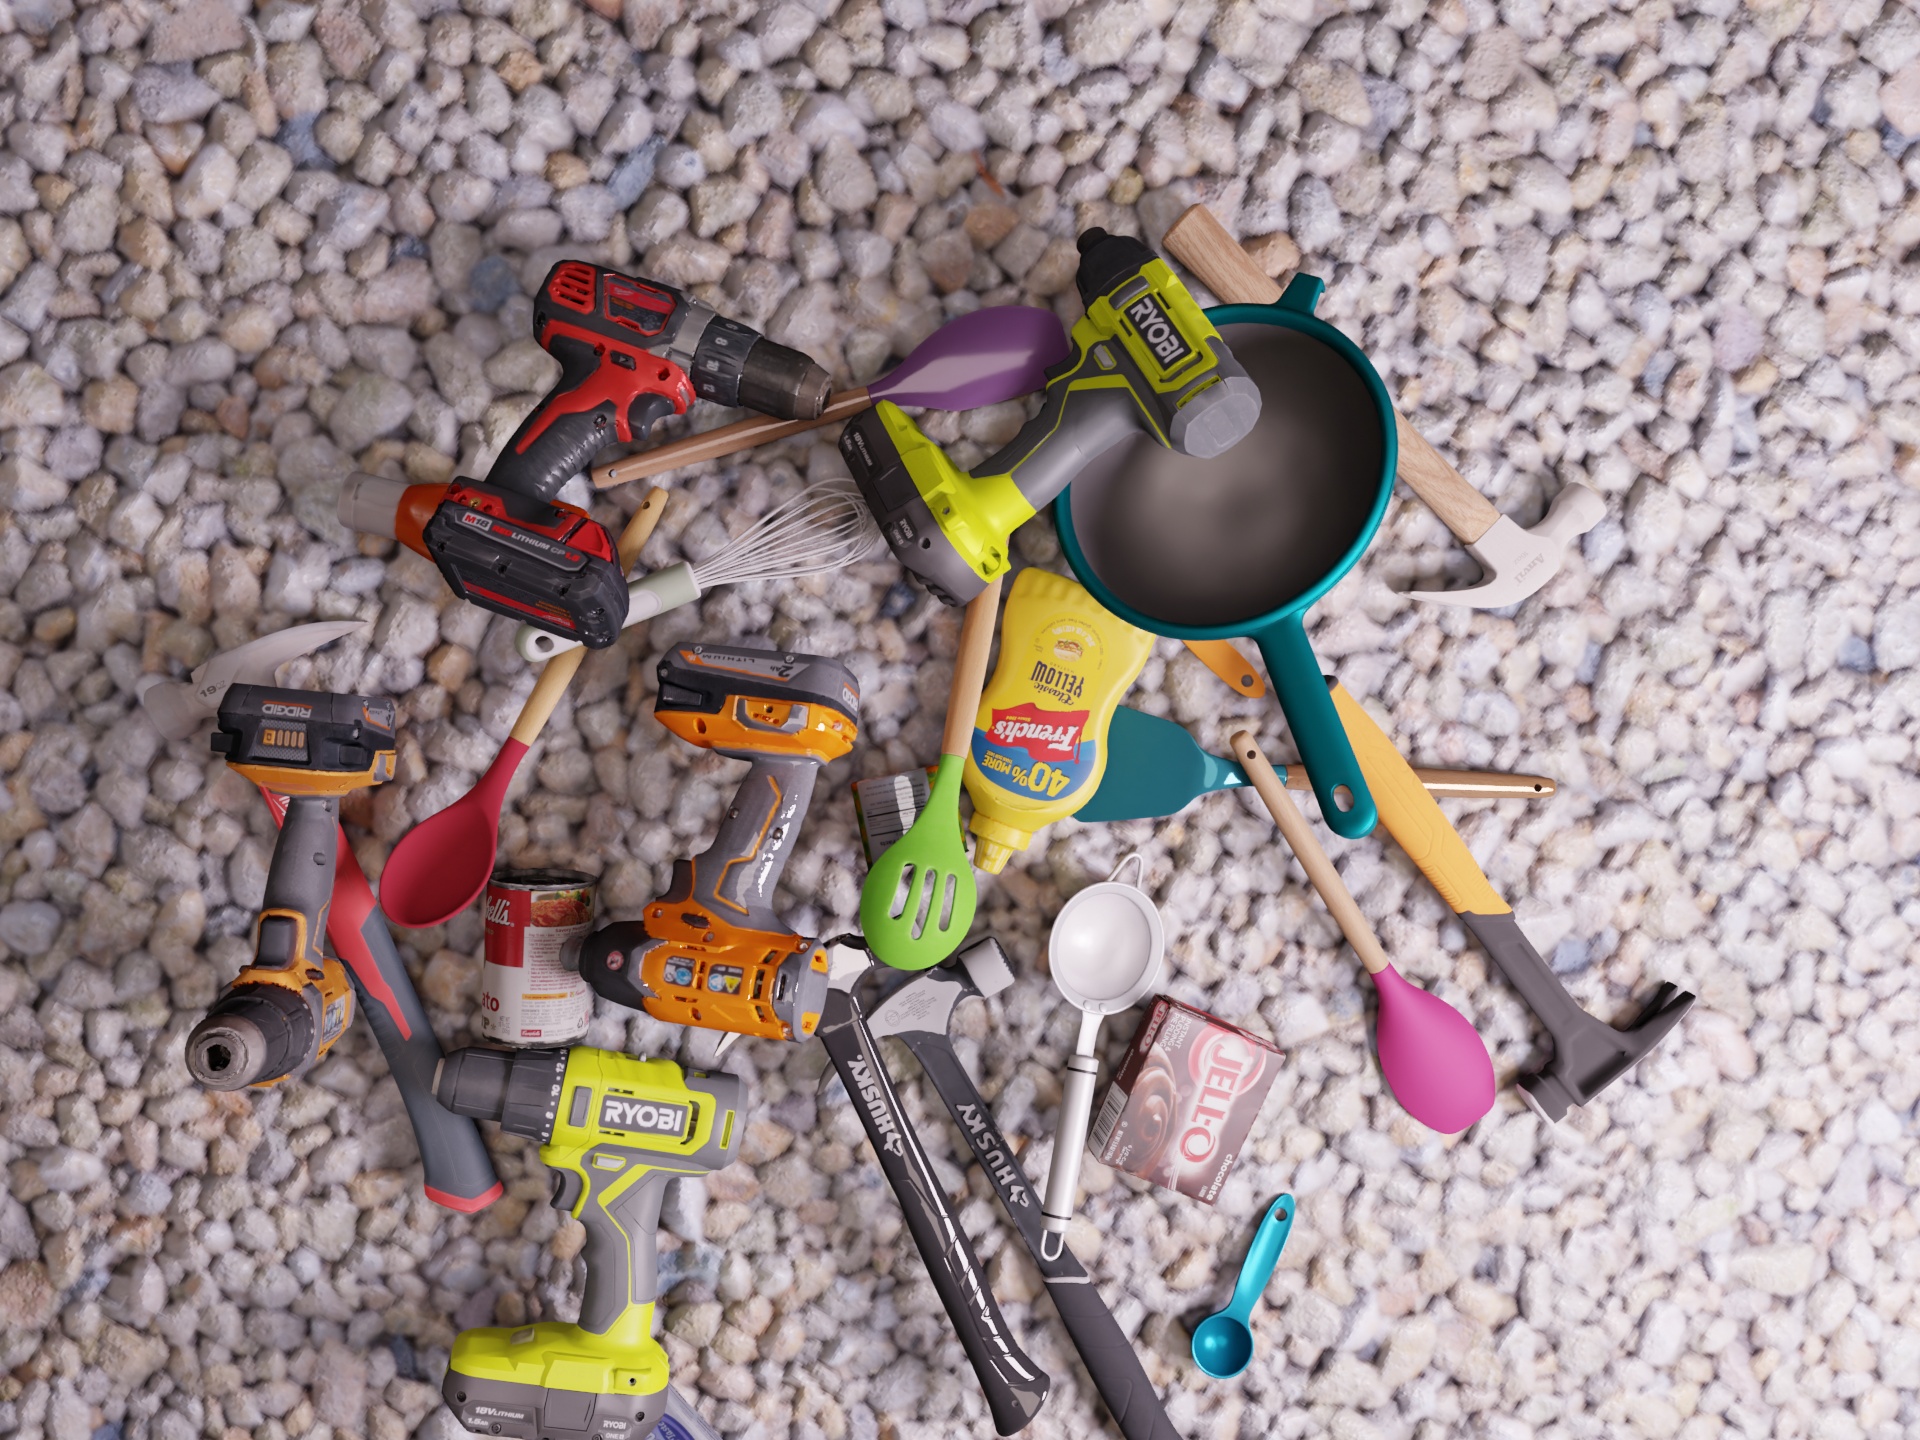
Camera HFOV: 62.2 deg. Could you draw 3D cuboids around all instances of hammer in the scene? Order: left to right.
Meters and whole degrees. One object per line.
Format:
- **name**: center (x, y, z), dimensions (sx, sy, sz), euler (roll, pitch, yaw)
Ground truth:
- **hammer**: center (-0.371, 0.128, 1.016), dimensions (0.143, 0.038, 0.386), euler (-24, 93, -2)
- **hammer**: center (-0.032, 0.299, 1.004), dimensions (0.146, 0.035, 0.335), euler (-24, 95, 1)
- **hammer**: center (0.055, 0.351, 1.042), dimensions (0.149, 0.036, 0.409), euler (-29, 94, 1)
- **hammer**: center (0.255, -0.201, 1.022), dimensions (0.331, 0.031, 0.130), euler (44, 90, -3)
- **hammer**: center (0.329, 0.101, 1.020), dimensions (0.127, 0.034, 0.336), euler (-40, 100, 1)

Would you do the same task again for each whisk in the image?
- **whisk**: center (-0.160, -0.090, 0.990), dimensions (0.246, 0.059, 0.057), euler (-23, 123, -8)

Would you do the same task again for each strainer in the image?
- **strainer**: center (0.077, 0.210, 1.011), dimensions (0.086, 0.050, 0.258), euler (16, 78, -25)
- **strainer**: center (0.186, -0.083, 0.954), dimensions (0.211, 0.095, 0.341), euler (-24, 68, 19)

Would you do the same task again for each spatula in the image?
- **spatula**: center (-0.083, -0.202, 1.017), dimensions (0.316, 0.018, 0.060), euler (-18, 97, -2)
- **spatula**: center (0.232, 0.035, 1.039), dimensions (0.317, 0.044, 0.082), euler (3, 92, -7)

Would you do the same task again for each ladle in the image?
- **ladle**: center (-0.266, -0.011, 1.000), dimensions (0.069, 0.031, 0.315), euler (26, 82, 20)

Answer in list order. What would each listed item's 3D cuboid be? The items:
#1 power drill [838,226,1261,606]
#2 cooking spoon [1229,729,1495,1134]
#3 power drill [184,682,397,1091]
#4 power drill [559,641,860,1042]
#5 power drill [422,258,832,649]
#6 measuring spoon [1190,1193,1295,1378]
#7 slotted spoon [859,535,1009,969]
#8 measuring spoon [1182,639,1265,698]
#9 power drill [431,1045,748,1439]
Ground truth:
- **power drill**: center (0.046, -0.186, 0.956), dimensions (0.223, 0.080, 0.171), euler (-34, 60, 12)
- **cooking spoon**: center (0.258, 0.139, 1.028), dimensions (0.069, 0.017, 0.318), euler (-33, 102, 0)
- **power drill**: center (-0.385, 0.095, 0.904), dimensions (0.084, 0.185, 0.226), euler (6, 88, -8)
- **power drill**: center (-0.151, 0.072, 0.969), dimensions (0.164, 0.084, 0.226), euler (6, 78, 12)
- **power drill**: center (-0.197, -0.161, 0.957), dimensions (0.188, 0.080, 0.227), euler (20, 70, 3)
- **measuring spoon**: center (0.191, 0.374, 1.060), dimensions (0.042, 0.021, 0.128), euler (27, 83, -2)
- **slotted spoon**: center (-0.002, -0.003, 0.975), dimensions (0.070, 0.031, 0.314), euler (14, 77, -12)
- **measuring spoon**: center (0.155, -0.055, 1.035), dimensions (0.117, 0.011, 0.021), euler (42, 91, -3)
- **power drill**: center (-0.247, 0.317, 0.990), dimensions (0.190, 0.080, 0.228), euler (12, 84, -12)
